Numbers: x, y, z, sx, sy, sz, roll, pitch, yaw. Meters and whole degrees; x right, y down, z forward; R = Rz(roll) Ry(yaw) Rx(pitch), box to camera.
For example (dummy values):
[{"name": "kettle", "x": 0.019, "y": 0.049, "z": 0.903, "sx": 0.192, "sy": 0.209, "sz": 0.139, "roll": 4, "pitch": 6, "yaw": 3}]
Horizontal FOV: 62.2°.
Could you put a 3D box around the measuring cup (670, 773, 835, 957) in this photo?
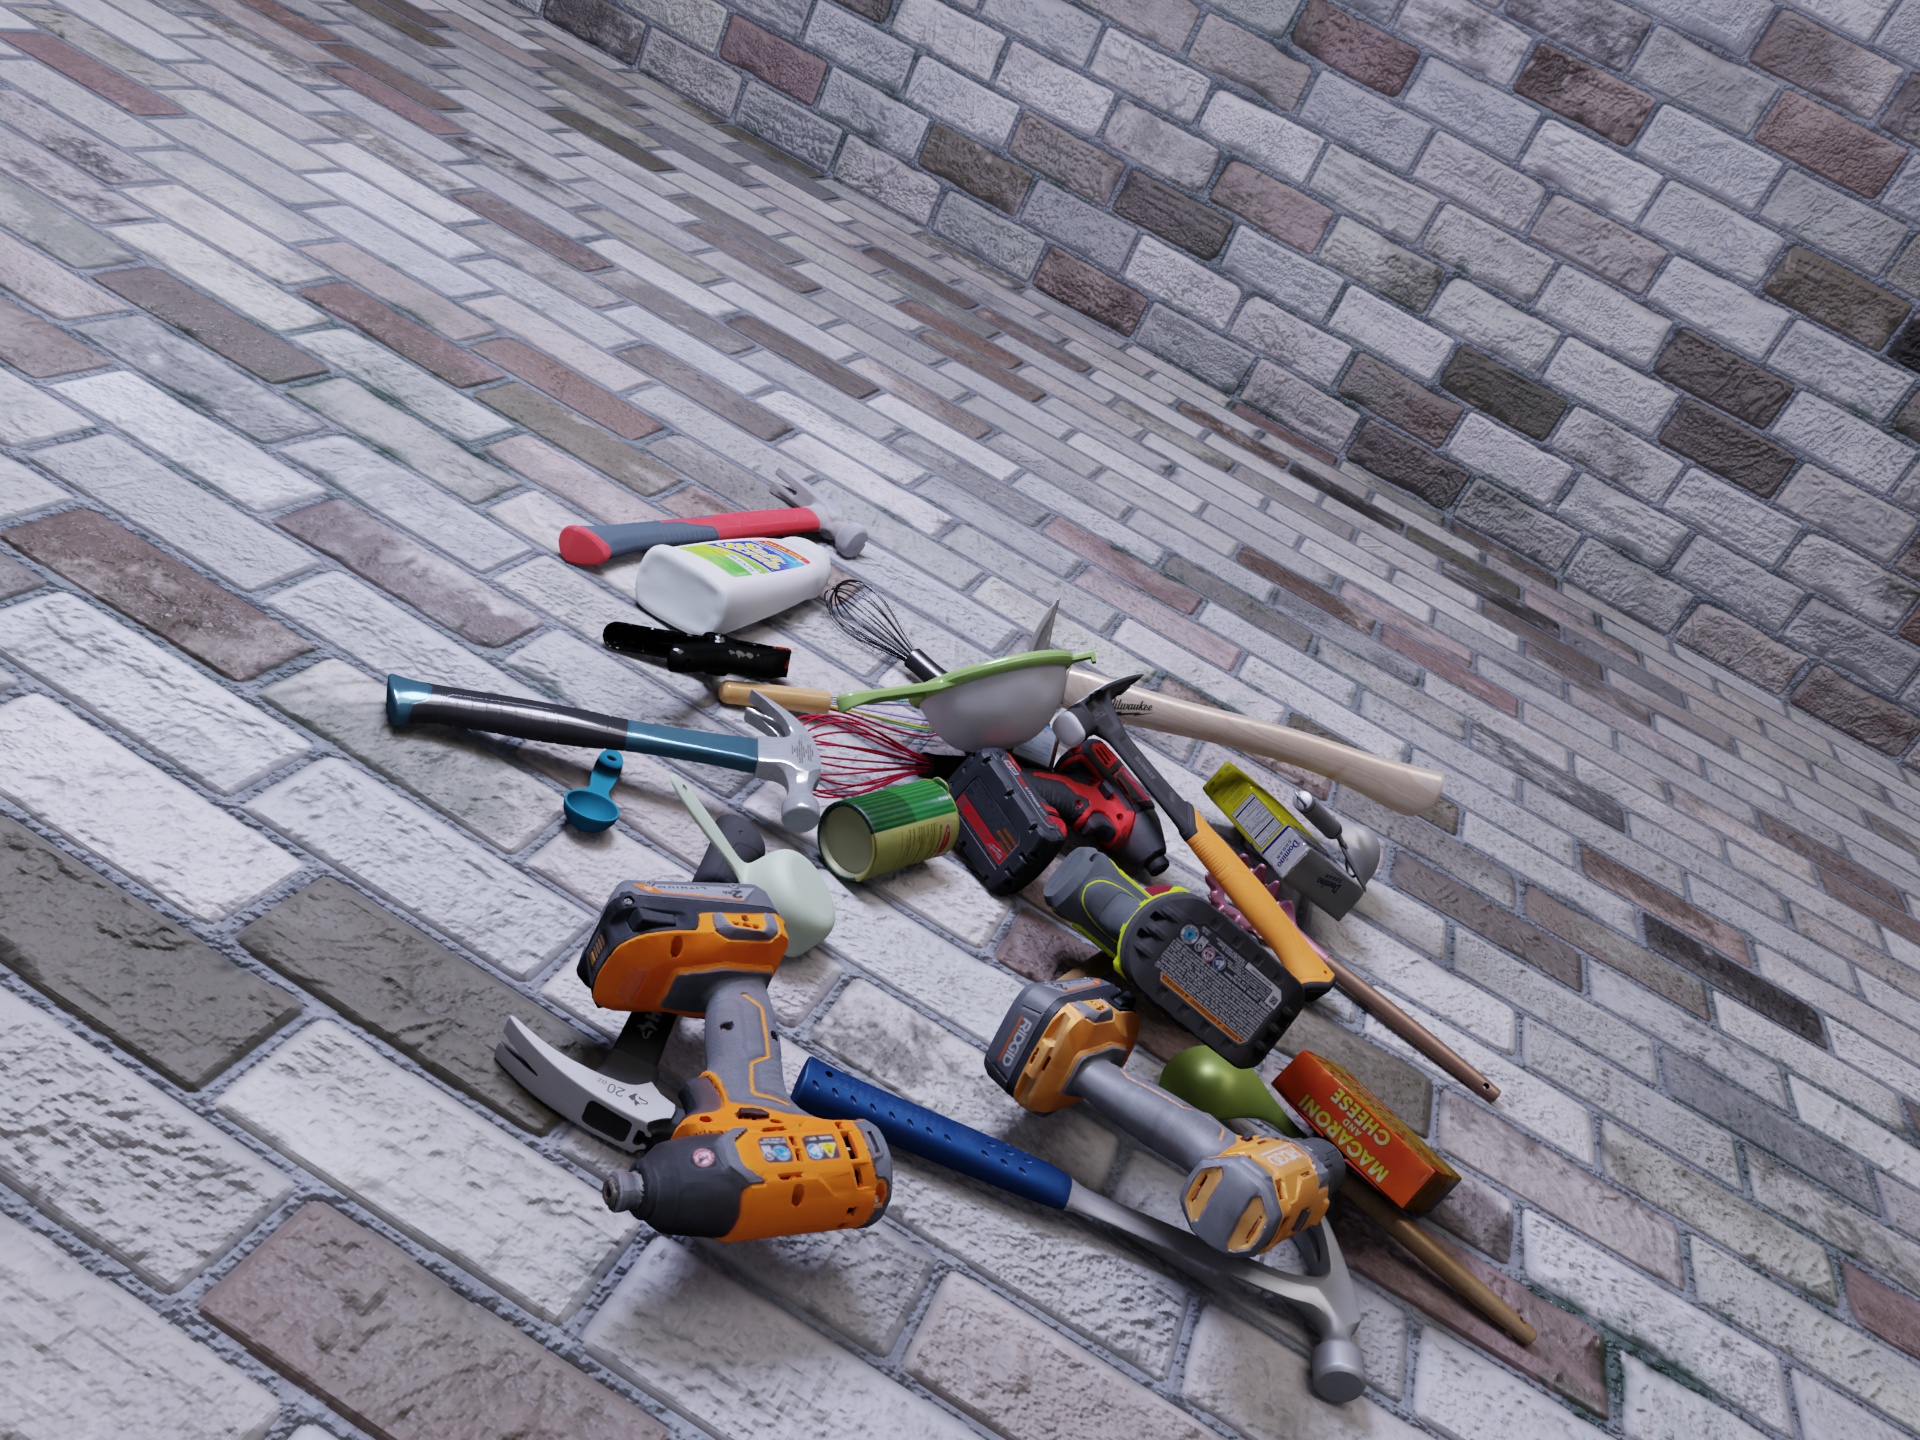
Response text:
[{"name": "measuring cup", "x": -0.145, "y": 0.095, "z": 1.134, "sx": 0.167, "sy": 0.038, "sz": 0.083, "roll": 56, "pitch": 15, "yaw": -22}]

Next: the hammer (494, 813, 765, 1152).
[{"name": "hammer", "x": -0.195, "y": 0.158, "z": 1.078, "sx": 0.146, "sy": 0.035, "sz": 0.335, "roll": 25, "pitch": 27, "yaw": -6}]

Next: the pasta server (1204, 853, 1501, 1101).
[{"name": "pasta server", "x": 0.351, "y": 0.233, "z": 1.430, "sx": 0.316, "sy": 0.060, "sz": 0.040, "roll": 39, "pitch": -11, "yaw": 16}]

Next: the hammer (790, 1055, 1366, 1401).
[{"name": "hammer", "x": 0.080, "y": 0.313, "z": 1.052, "sx": 0.405, "sy": 0.035, "sz": 0.144, "roll": 24, "pitch": 28, "yaw": -6}]

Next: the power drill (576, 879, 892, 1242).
[{"name": "power drill", "x": -0.150, "y": 0.199, "z": 0.926, "sx": 0.164, "sy": 0.084, "sz": 0.227, "roll": 6, "pitch": 38, "yaw": -36}]

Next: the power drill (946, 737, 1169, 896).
[{"name": "power drill", "x": 0.094, "y": 0.086, "z": 1.409, "sx": 0.219, "sy": 0.078, "sz": 0.143, "roll": -2, "pitch": 50, "yaw": -50}]

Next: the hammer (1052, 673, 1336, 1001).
[{"name": "hammer", "x": 0.221, "y": 0.106, "z": 1.425, "sx": 0.337, "sy": 0.034, "sz": 0.127, "roll": 52, "pitch": 40, "yaw": 7}]

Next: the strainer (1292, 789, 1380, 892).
[{"name": "strainer", "x": 0.361, "y": 0.107, "z": 1.526, "sx": 0.258, "sy": 0.050, "sz": 0.087, "roll": 34, "pitch": 29, "yaw": -56}]

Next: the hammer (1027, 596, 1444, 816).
[{"name": "hammer", "x": 0.257, "y": 0.000, "z": 1.523, "sx": 0.411, "sy": 0.146, "sz": 0.038, "roll": 16, "pitch": 26, "yaw": 10}]

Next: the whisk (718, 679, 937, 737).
[{"name": "whisk", "x": -0.103, "y": -0.016, "z": 1.453, "sx": 0.244, "sy": 0.051, "sz": 0.047, "roll": 6, "pitch": 68, "yaw": -26}]

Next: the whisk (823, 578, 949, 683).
[{"name": "whisk", "x": -0.046, "y": -0.062, "z": 1.584, "sx": 0.239, "sy": 0.055, "sz": 0.055, "roll": 42, "pitch": 30, "yaw": 17}]

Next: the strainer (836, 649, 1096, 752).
[{"name": "strainer", "x": -0.002, "y": -0.004, "z": 1.366, "sx": 0.256, "sy": 0.151, "sz": 0.069, "roll": -9, "pitch": 80, "yaw": -46}]

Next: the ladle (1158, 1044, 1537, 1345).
[{"name": "ladle", "x": 0.282, "y": 0.353, "z": 1.171, "sx": 0.320, "sy": 0.062, "sz": 0.078, "roll": 40, "pitch": 21, "yaw": 9}]

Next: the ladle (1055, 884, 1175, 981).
[{"name": "ladle", "x": 0.124, "y": 0.194, "z": 1.310, "sx": 0.069, "sy": 0.031, "sz": 0.315, "roll": 40, "pitch": 31, "yaw": 20}]

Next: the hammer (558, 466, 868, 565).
[{"name": "hammer", "x": -0.265, "y": -0.206, "z": 1.640, "sx": 0.143, "sy": 0.038, "sz": 0.386, "roll": 39, "pitch": 29, "yaw": 24}]

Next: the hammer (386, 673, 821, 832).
[{"name": "hammer", "x": -0.270, "y": 0.010, "z": 1.218, "sx": 0.331, "sy": 0.033, "sz": 0.128, "roll": 10, "pitch": 39, "yaw": -14}]

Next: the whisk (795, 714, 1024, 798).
[{"name": "whisk", "x": -0.045, "y": 0.038, "z": 1.397, "sx": 0.295, "sy": 0.073, "sz": 0.073, "roll": 8, "pitch": 33, "yaw": -45}]

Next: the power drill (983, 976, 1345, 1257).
[{"name": "power drill", "x": 0.149, "y": 0.265, "z": 1.075, "sx": 0.226, "sy": 0.084, "sz": 0.185, "roll": 33, "pitch": 12, "yaw": 30}]

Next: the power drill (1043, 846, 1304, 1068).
[{"name": "power drill", "x": 0.168, "y": 0.183, "z": 1.196, "sx": 0.190, "sy": 0.080, "sz": 0.228, "roll": 40, "pitch": -4, "yaw": -9}]

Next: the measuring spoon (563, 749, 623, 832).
[{"name": "measuring spoon", "x": -0.276, "y": 0.054, "z": 1.212, "sx": 0.042, "sy": 0.021, "sz": 0.129, "roll": 22, "pitch": 19, "yaw": -11}]
